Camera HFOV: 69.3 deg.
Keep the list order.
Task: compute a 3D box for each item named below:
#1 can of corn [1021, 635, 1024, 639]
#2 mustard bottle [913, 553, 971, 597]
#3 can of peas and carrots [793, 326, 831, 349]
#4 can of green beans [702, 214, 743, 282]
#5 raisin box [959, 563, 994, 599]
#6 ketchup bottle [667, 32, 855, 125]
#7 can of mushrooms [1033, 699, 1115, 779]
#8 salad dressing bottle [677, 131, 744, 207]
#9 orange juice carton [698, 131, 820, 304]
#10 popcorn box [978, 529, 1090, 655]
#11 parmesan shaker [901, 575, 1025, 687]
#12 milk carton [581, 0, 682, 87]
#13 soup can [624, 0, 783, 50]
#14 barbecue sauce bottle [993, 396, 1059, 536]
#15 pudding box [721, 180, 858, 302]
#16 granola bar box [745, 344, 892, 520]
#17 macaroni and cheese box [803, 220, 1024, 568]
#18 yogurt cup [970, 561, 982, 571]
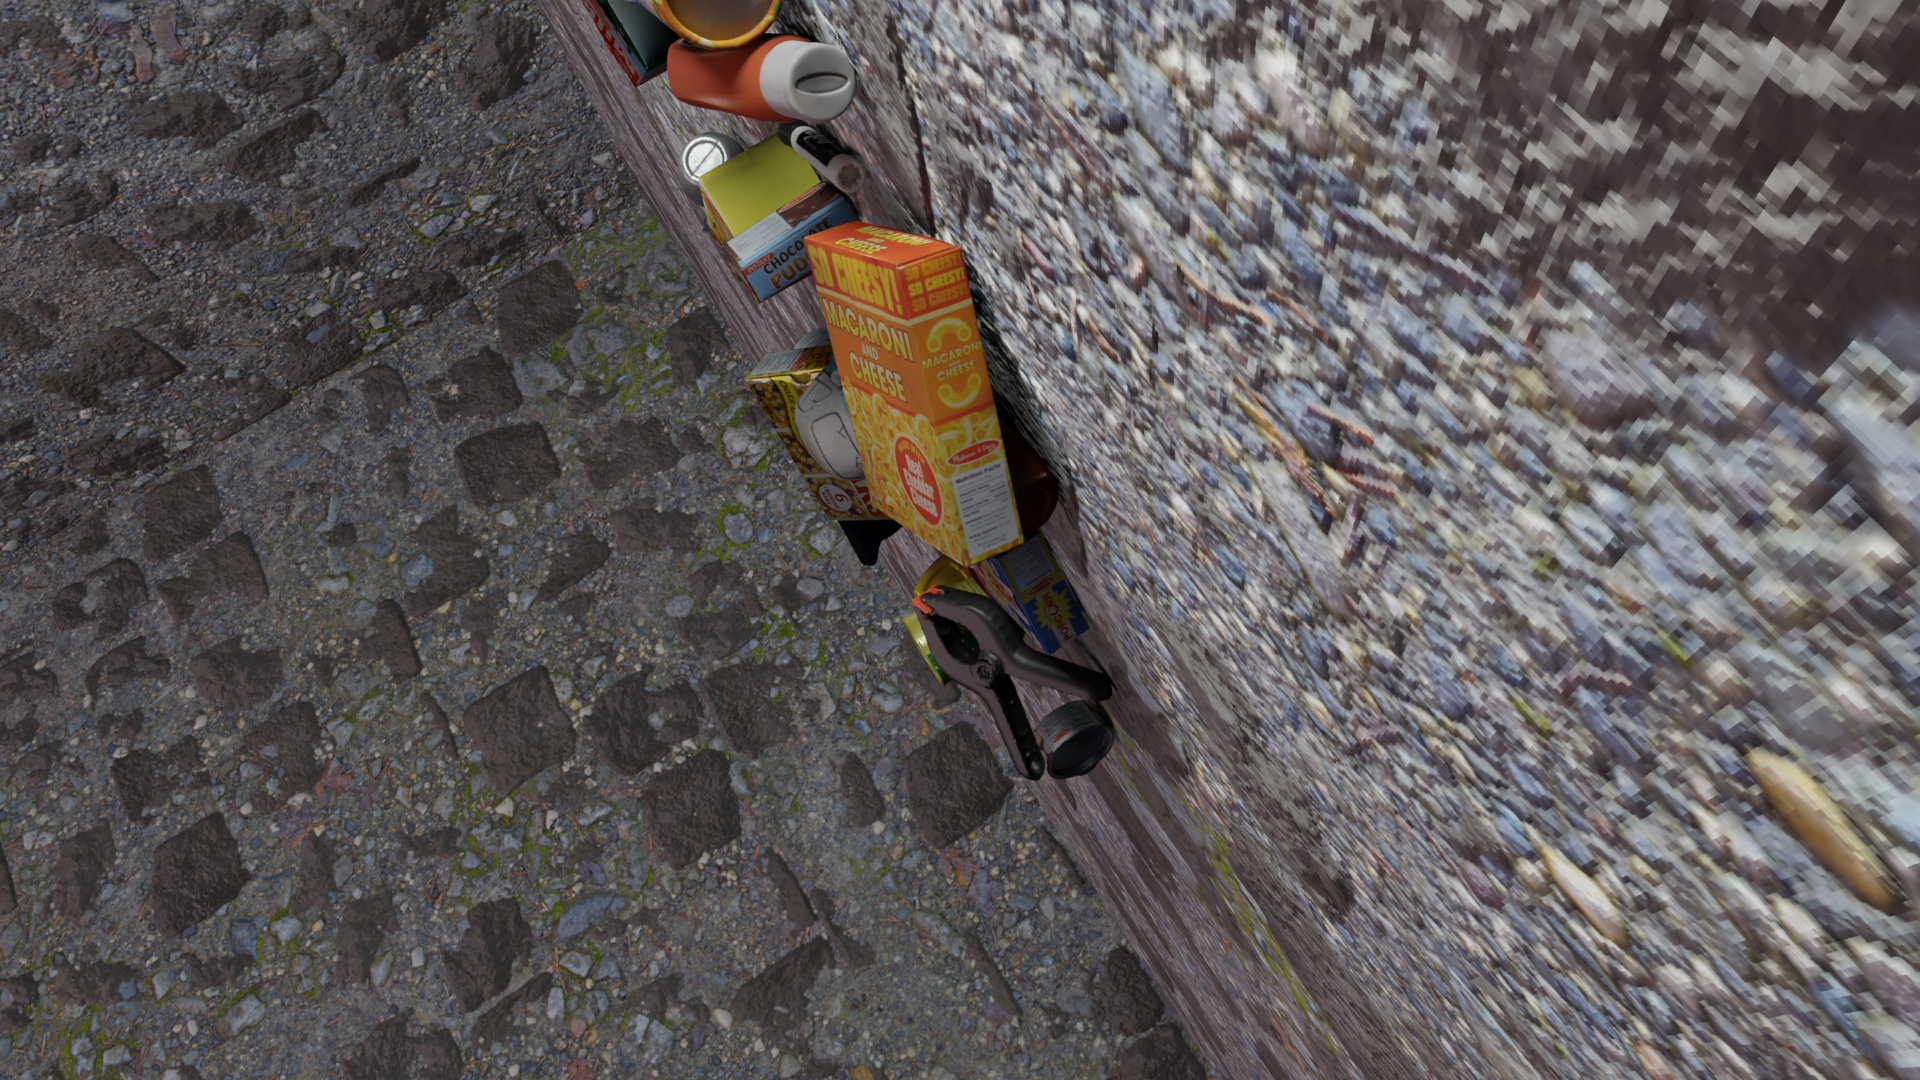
[{"bbox_3d":[0.020,0.080,1.337,0.058,0.071,0.071,60,174,-16],"label":"can of corn"},{"bbox_3d":[0.003,0.036,1.262,0.049,0.065,0.160,44,-170,7],"label":"mustard bottle"},{"bbox_3d":[-0.112,-0.148,1.243,0.059,0.071,0.070,54,172,42],"label":"can of peas and carrots"},{"bbox_3d":[-0.178,-0.264,1.199,0.071,0.071,0.057,50,170,52],"label":"can of green beans"},{"bbox_3d":[0.004,-0.014,1.118,0.086,0.040,0.123,61,174,-24],"label":"raisin box"},{"bbox_3d":[-0.101,-0.241,0.721,0.149,0.065,0.043,35,134,54],"label":"ketchup bottle"},{"bbox_3d":[0.095,0.169,1.175,0.033,0.071,0.070,54,173,37],"label":"can of mushrooms"},{"bbox_3d":[-0.213,-0.322,1.242,0.044,0.064,0.147,39,-178,1],"label":"salad dressing bottle"},{"bbox_3d":[-0.139,-0.230,1.025,0.073,0.072,0.192,59,174,-3],"label":"orange juice carton"},{"bbox_3d":[0.040,0.020,1.001,0.085,0.038,0.127,62,173,-22],"label":"popcorn box"},{"bbox_3d":[0.013,0.068,1.151,0.071,0.103,0.071,57,174,9],"label":"parmesan shaker"},{"bbox_3d":[-0.199,-0.349,0.908,0.073,0.072,0.191,60,174,-19],"label":"milk carton"},{"bbox_3d":[-0.133,-0.285,0.694,0.084,0.071,0.071,50,170,51],"label":"soup can"},{"bbox_3d":[0.001,-0.072,0.818,0.149,0.044,0.064,56,168,25],"label":"barbecue sauce bottle"},{"bbox_3d":[-0.108,-0.194,0.899,0.030,0.084,0.050,59,174,-36],"label":"pudding box"},{"bbox_3d":[-0.093,-0.090,1.191,0.124,0.039,0.165,-2,132,33],"label":"granola bar box"},{"bbox_3d":[-0.026,-0.083,0.752,0.124,0.040,0.165,32,140,57],"label":"macaroni and cheese box"},{"bbox_3d":[0.013,-0.024,0.915,0.072,0.054,0.072,57,174,10],"label":"yogurt cup"}]
